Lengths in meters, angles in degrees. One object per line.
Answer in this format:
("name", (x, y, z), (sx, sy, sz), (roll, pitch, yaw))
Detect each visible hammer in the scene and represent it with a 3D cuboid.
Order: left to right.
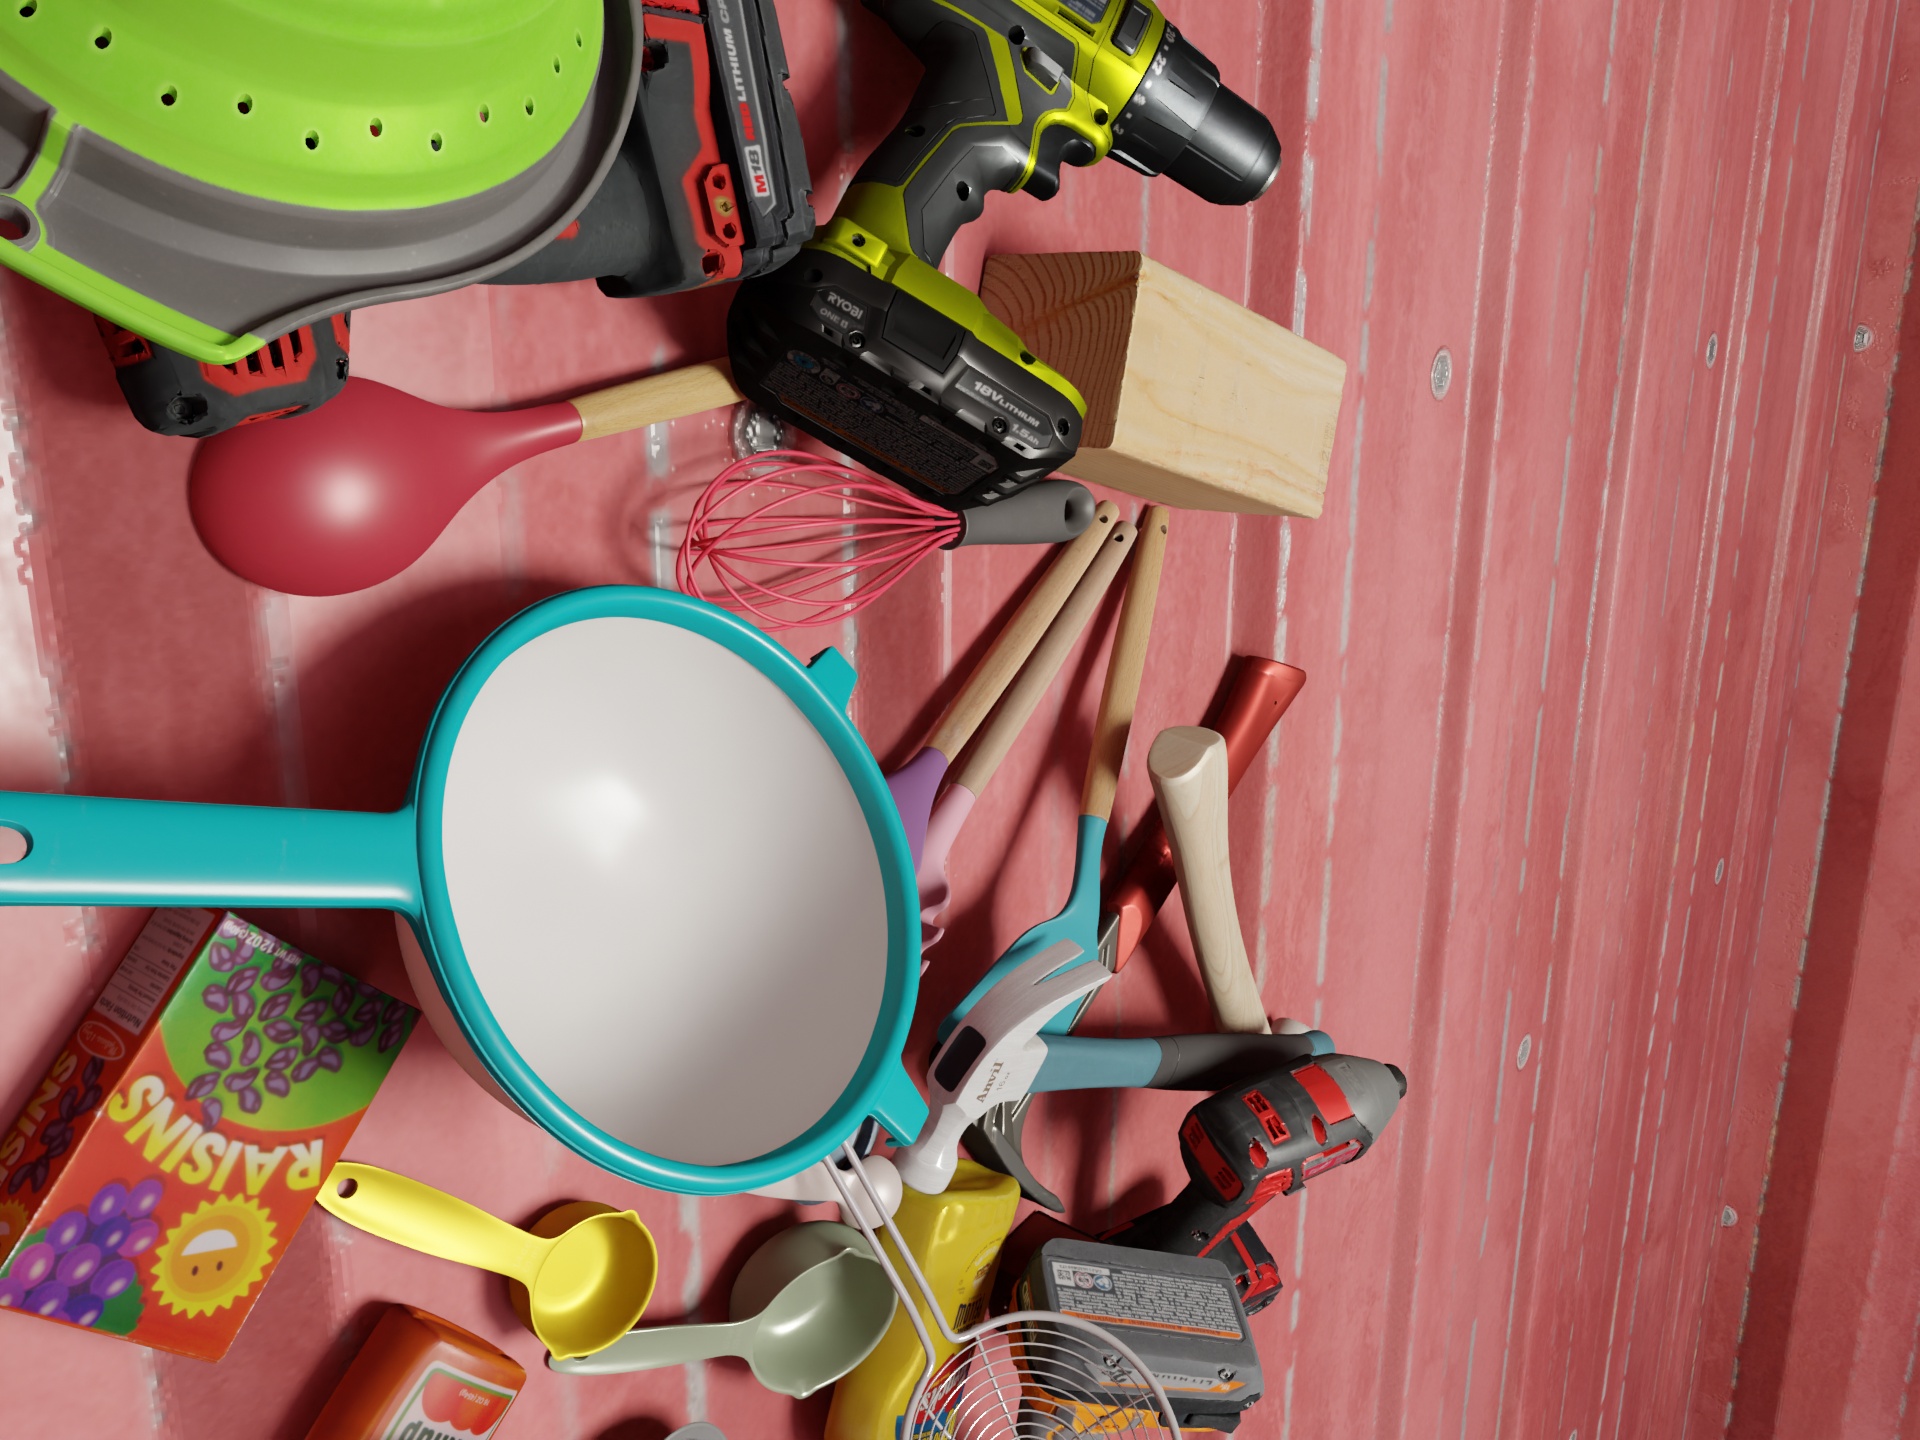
("hammer", (0.110, 0.103, 0.925), (0.359, 0.037, 0.149), (-53, 136, -27))
("hammer", (0.106, 0.185, 0.857), (0.330, 0.033, 0.128), (13, 108, -47))
("hammer", (0.153, 0.153, 0.943), (0.146, 0.038, 0.410), (-54, 145, -26))

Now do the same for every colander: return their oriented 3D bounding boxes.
("colander", (-0.133, -0.275, 0.398), (0.204, 0.094, 0.397), (31, 57, -25))

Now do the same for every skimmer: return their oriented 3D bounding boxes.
("skimmer", (-0.021, 0.212, 0.664), (0.127, 0.090, 0.363), (-35, 107, -29))

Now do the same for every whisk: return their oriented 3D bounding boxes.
("whisk", (-0.017, -0.086, 0.702), (0.296, 0.073, 0.073), (-16, 113, -55))

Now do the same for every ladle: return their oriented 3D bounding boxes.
("ladle", (-0.124, -0.114, 0.585), (0.315, 0.031, 0.069), (-29, 121, -45))

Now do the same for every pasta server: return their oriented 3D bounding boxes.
("pasta server", (0.015, 0.011, 0.781), (0.316, 0.060, 0.040), (-57, 173, -27))

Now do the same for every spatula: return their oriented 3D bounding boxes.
("spatula", (-0.001, -0.002, 0.761), (0.060, 0.018, 0.316), (38, 60, -3))
("spatula", (0.065, 0.028, 0.835), (0.082, 0.044, 0.318), (31, 64, -39))

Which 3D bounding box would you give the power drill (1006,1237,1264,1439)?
("power drill", (0.076, 0.384, 0.830), (0.164, 0.084, 0.226), (12, 116, -13))

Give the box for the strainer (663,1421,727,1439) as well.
("strainer", (-0.151, 0.308, 0.625), (0.258, 0.050, 0.087), (61, 45, -55))

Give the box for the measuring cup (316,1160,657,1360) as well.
("measuring cup", (-0.183, 0.196, 0.606), (0.156, 0.029, 0.062), (39, 69, -36))

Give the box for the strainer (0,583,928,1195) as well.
("strainer", (-0.162, 0.059, 0.518), (0.340, 0.095, 0.211), (8, 65, -46))

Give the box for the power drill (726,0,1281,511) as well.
("power drill", (0.023, -0.204, 0.632), (0.190, 0.080, 0.229), (28, 71, -17))

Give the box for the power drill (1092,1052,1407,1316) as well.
("power drill", (0.164, 0.270, 0.910), (0.143, 0.079, 0.219), (-12, 141, -32))

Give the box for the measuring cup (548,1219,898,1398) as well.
("measuring cup", (-0.107, 0.263, 0.709), (0.167, 0.038, 0.083), (6, 108, -34))

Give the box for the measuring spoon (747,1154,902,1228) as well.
("measuring spoon", (-0.063, 0.204, 0.698), (0.124, 0.018, 0.034), (32, 76, -50))

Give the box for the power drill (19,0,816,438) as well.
("power drill", (-0.163, -0.198, 0.473), (0.226, 0.080, 0.187), (-26, 113, -40))
